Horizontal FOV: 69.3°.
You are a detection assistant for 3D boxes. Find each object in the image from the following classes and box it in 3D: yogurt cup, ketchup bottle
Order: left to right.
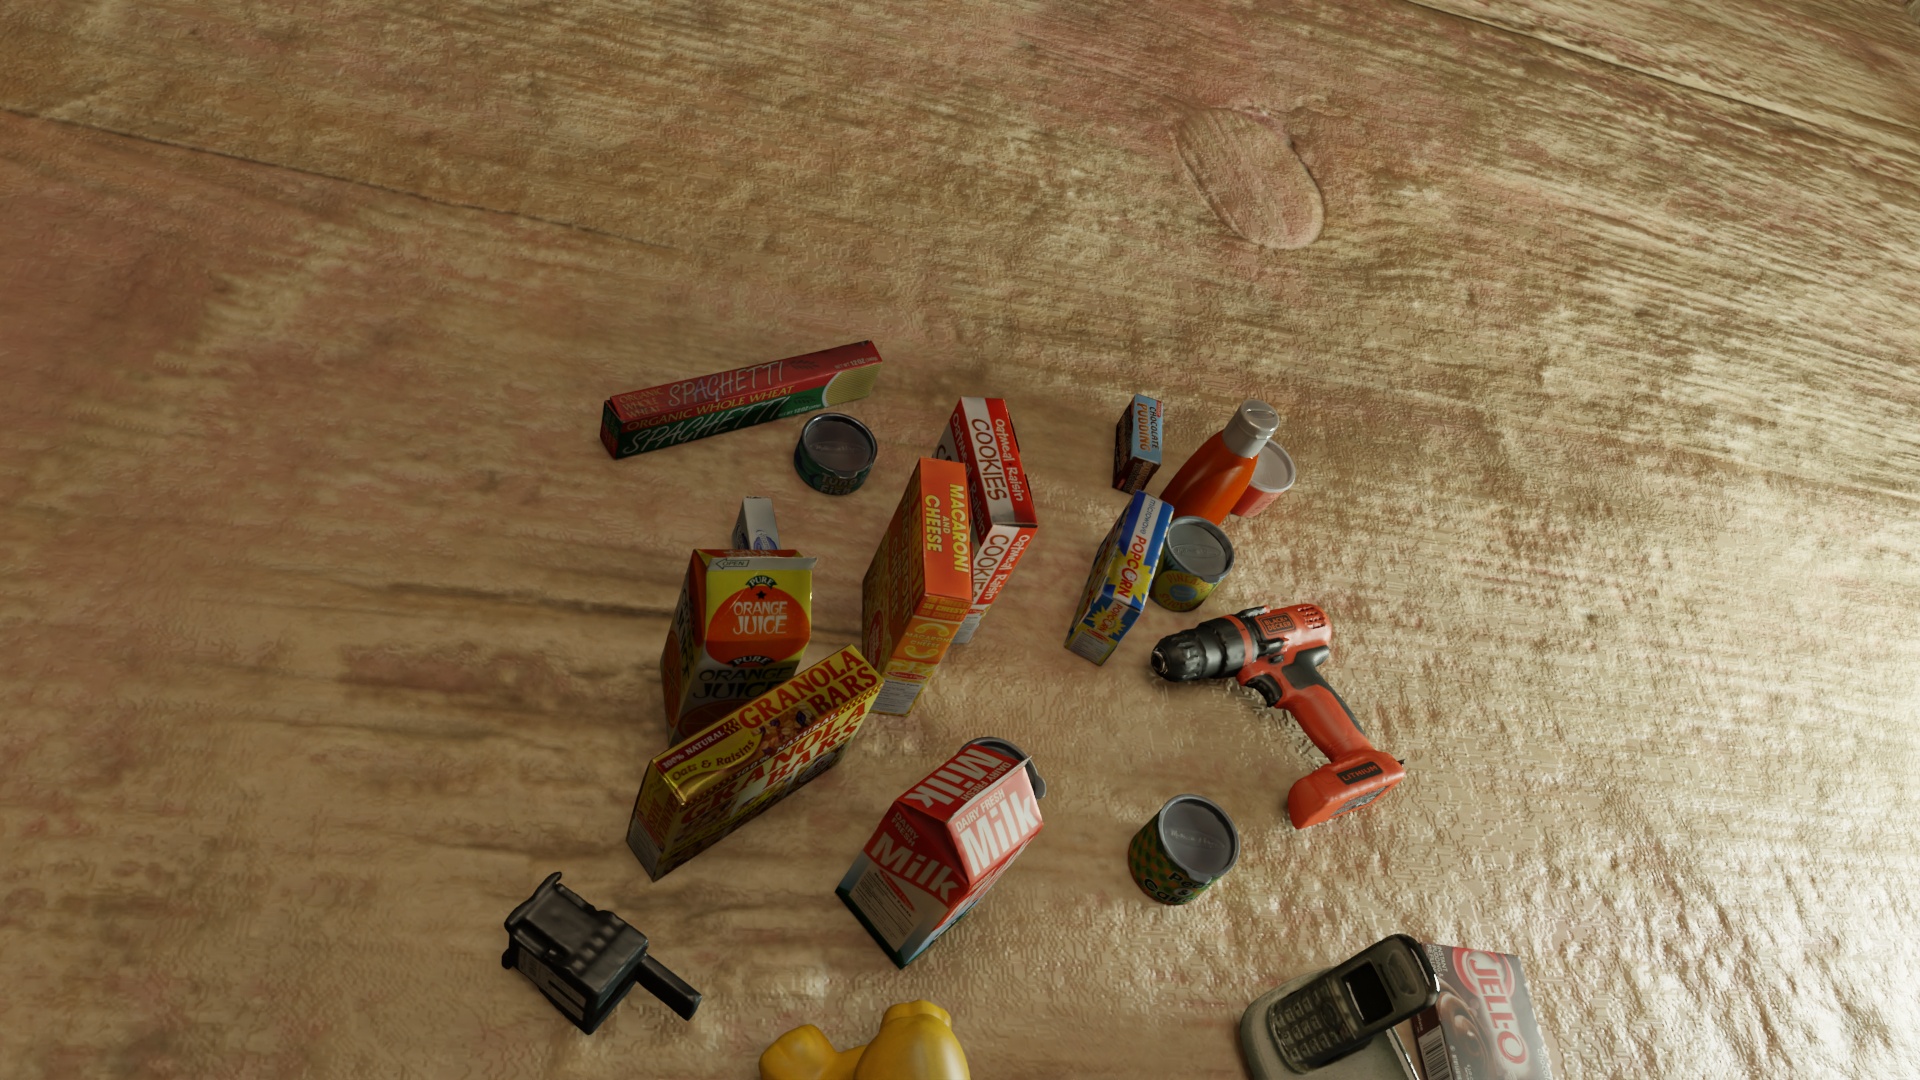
[{"bbox_3d":[0.232,-0.065,1.235,0.065,0.148,0.044,3,54,-21],"label":"ketchup bottle"},{"bbox_3d":[0.273,-0.059,1.310,0.072,0.053,0.073,11,51,-14],"label":"yogurt cup"}]

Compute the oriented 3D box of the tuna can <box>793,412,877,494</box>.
[{"bbox_3d":[-0.106,-0.071,1.176,0.071,0.032,0.071,11,51,-14],"label":"tuna can"}]

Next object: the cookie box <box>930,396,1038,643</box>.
[{"bbox_3d":[0.004,-0.014,1.089,0.040,0.166,0.123,1,54,-22],"label":"cookie box"}]

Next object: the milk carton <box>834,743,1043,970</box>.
[{"bbox_3d":[-0.011,0.200,0.905,0.073,0.189,0.073,-31,71,-37],"label":"milk carton"}]

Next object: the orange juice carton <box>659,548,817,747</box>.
[{"bbox_3d":[-0.153,0.065,0.947,0.072,0.191,0.073,1,55,-22],"label":"orange juice carton"}]

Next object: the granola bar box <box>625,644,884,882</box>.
[{"bbox_3d":[-0.140,0.148,0.935,0.166,0.123,0.039,-29,70,-36],"label":"granola bar box"}]

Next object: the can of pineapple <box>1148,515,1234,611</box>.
[{"bbox_3d":[0.197,0.022,1.214,0.071,0.057,0.071,11,51,-14],"label":"can of pineapple"}]

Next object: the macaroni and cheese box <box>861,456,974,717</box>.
[{"bbox_3d":[-0.034,0.037,1.035,0.040,0.165,0.124,9,52,-16],"label":"macaroni and cheese box"}]

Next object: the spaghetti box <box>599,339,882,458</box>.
[{"bbox_3d":[-0.181,-0.121,1.172,0.251,0.050,0.029,-18,63,-32],"label":"spaghetti box"}]

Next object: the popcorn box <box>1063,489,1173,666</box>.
[{"bbox_3d":[0.134,0.030,1.163,0.038,0.084,0.127,26,49,-2],"label":"popcorn box"}]

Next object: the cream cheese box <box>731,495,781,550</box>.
[{"bbox_3d":[-0.154,0.022,1.071,0.024,0.053,0.104,0,55,-23],"label":"cream cheese box"}]

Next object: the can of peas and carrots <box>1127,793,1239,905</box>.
[{"bbox_3d":[0.166,0.234,1.039,0.071,0.058,0.071,11,51,-14],"label":"can of peas and carrots"}]

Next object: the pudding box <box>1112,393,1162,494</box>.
[{"bbox_3d":[0.165,-0.089,1.291,0.030,0.049,0.084,17,50,-10],"label":"pudding box"}]

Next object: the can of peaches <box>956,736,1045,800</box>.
[{"bbox_3d":[0.019,0.187,1.014,0.071,0.057,0.071,11,51,-14],"label":"can of peaches"}]
